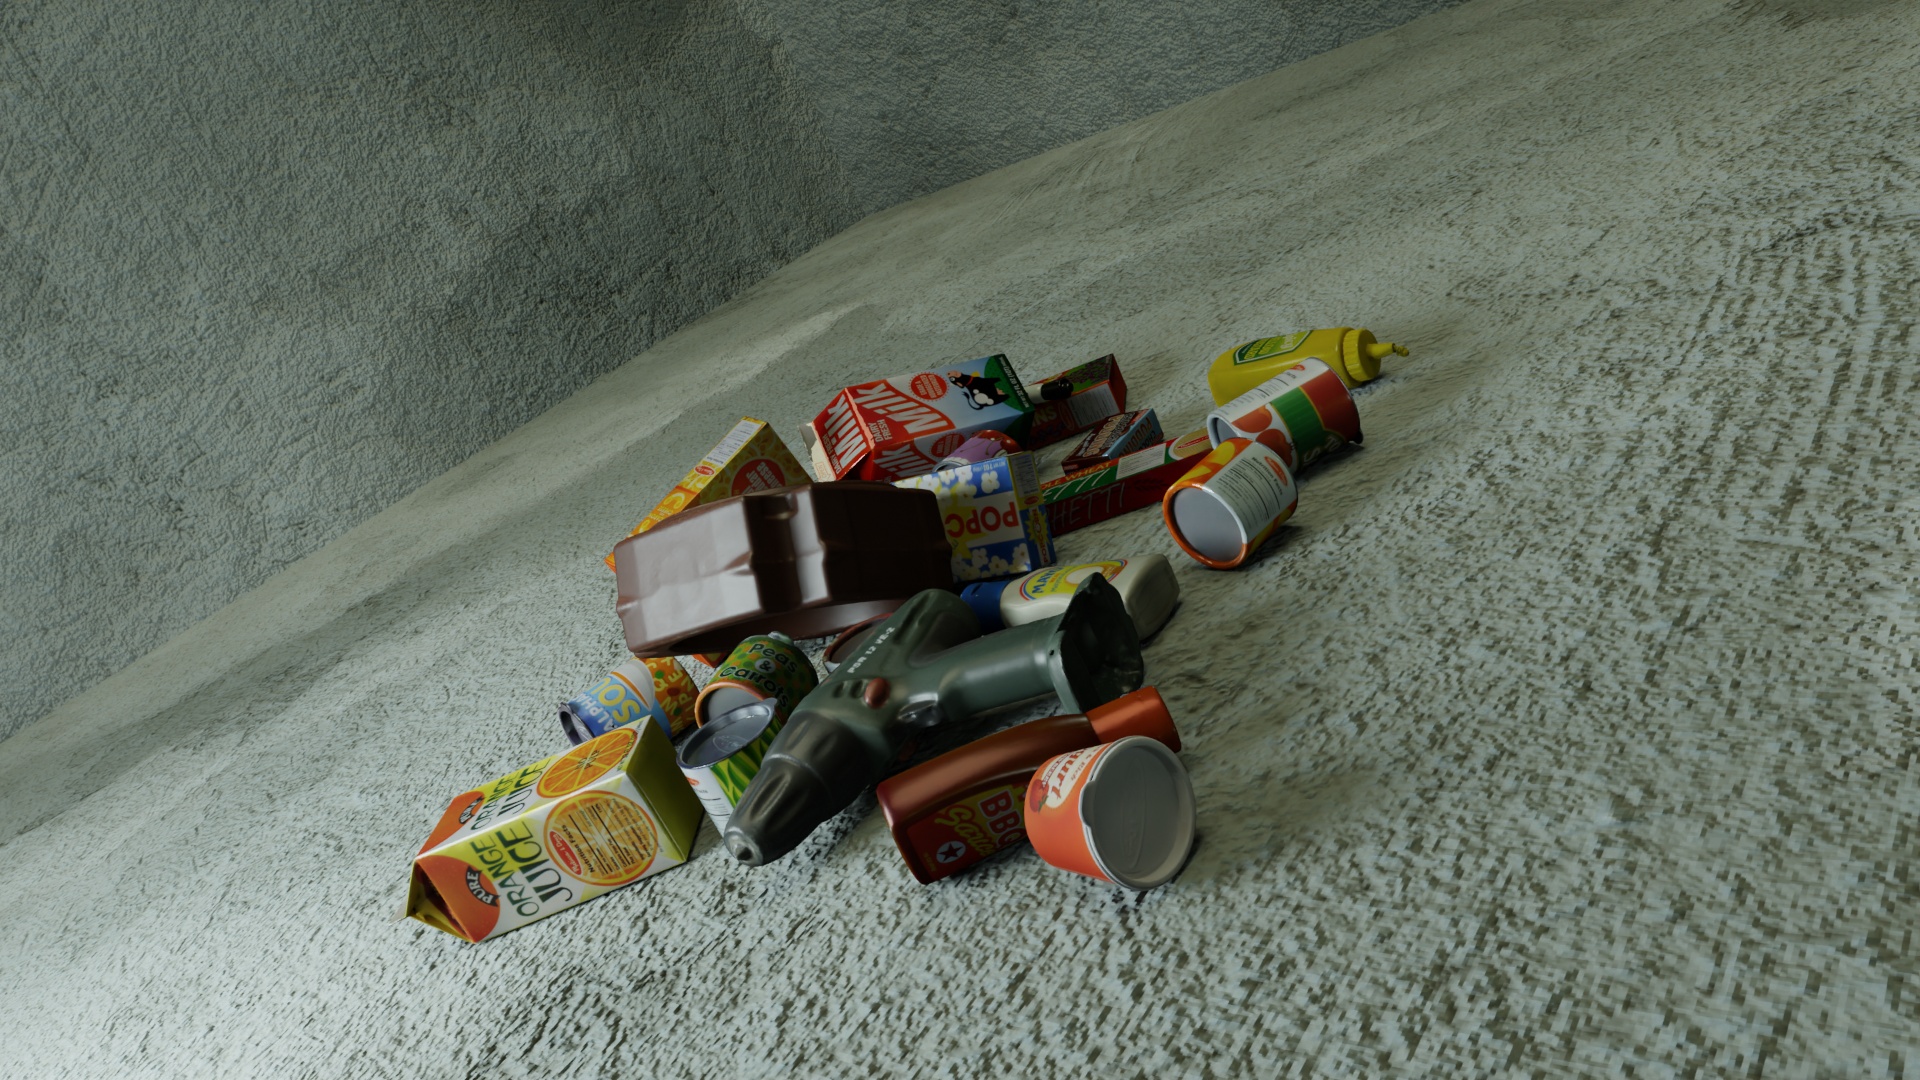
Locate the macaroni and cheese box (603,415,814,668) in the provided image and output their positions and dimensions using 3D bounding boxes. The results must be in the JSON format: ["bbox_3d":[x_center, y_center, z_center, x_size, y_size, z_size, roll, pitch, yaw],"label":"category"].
[{"bbox_3d":[-0.188,0.001,1.128,0.167,0.123,0.040,-49,36,-19],"label":"macaroni and cheese box"}]

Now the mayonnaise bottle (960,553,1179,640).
[{"bbox_3d":[0.064,0.040,0.892,0.148,0.041,0.065,-7,27,42],"label":"mayonnaise bottle"}]

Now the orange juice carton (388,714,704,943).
[{"bbox_3d":[-0.266,0.188,0.873,0.192,0.073,0.072,-23,19,9],"label":"orange juice carton"}]

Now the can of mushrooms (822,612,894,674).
[{"bbox_3d":[-0.059,0.080,0.957,0.071,0.033,0.071,-24,19,9],"label":"can of mushrooms"}]

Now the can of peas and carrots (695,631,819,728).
[{"bbox_3d":[-0.136,0.105,0.933,0.071,0.070,0.059,-16,22,27],"label":"can of peas and carrots"}]

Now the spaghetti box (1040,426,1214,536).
[{"bbox_3d":[0.100,-0.035,1.063,0.250,0.028,0.050,-19,20,19],"label":"spaghetti box"}]

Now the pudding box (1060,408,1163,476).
[{"bbox_3d":[0.125,-0.074,1.130,0.049,0.030,0.084,-7,27,41],"label":"pudding box"}]

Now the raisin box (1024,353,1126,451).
[{"bbox_3d":[0.090,-0.125,1.292,0.123,0.040,0.086,-20,21,17],"label":"raisin box"}]

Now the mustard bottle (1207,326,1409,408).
[{"bbox_3d":[0.273,-0.137,1.081,0.160,0.048,0.066,-8,28,42],"label":"mustard bottle"}]

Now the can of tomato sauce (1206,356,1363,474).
[{"bbox_3d":[0.225,-0.078,0.966,0.083,0.071,0.071,-29,19,-8],"label":"can of tomato sauce"}]

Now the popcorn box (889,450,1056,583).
[{"bbox_3d":[0.004,-0.013,1.032,0.126,0.085,0.038,-11,4,37],"label":"popcorn box"}]

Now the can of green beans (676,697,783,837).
[{"bbox_3d":[-0.130,0.141,0.849,0.071,0.057,0.071,-23,19,9],"label":"can of green beans"}]

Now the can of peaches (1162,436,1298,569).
[{"bbox_3d":[0.171,-0.022,0.889,0.058,0.071,0.071,-38,23,-31],"label":"can of peaches"}]

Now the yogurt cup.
[{"bbox_3d":[0.067,0.125,0.639,0.073,0.072,0.054,-40,15,-35],"label":"yogurt cup"}]

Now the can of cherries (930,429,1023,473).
[{"bbox_3d":[0.019,-0.050,1.148,0.071,0.071,0.059,-5,27,46],"label":"can of cherries"}]

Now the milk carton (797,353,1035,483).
[{"bbox_3d":[-0.040,-0.094,1.195,0.191,0.073,0.072,-14,57,-18],"label":"milk carton"}]

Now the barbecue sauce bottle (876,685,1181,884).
[{"bbox_3d":[0.036,0.118,0.696,0.149,0.064,0.044,-24,43,-3],"label":"barbecue sauce bottle"}]

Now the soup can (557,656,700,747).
[{"bbox_3d":[-0.240,0.123,1.013,0.084,0.071,0.071,-37,22,-30],"label":"soup can"}]
